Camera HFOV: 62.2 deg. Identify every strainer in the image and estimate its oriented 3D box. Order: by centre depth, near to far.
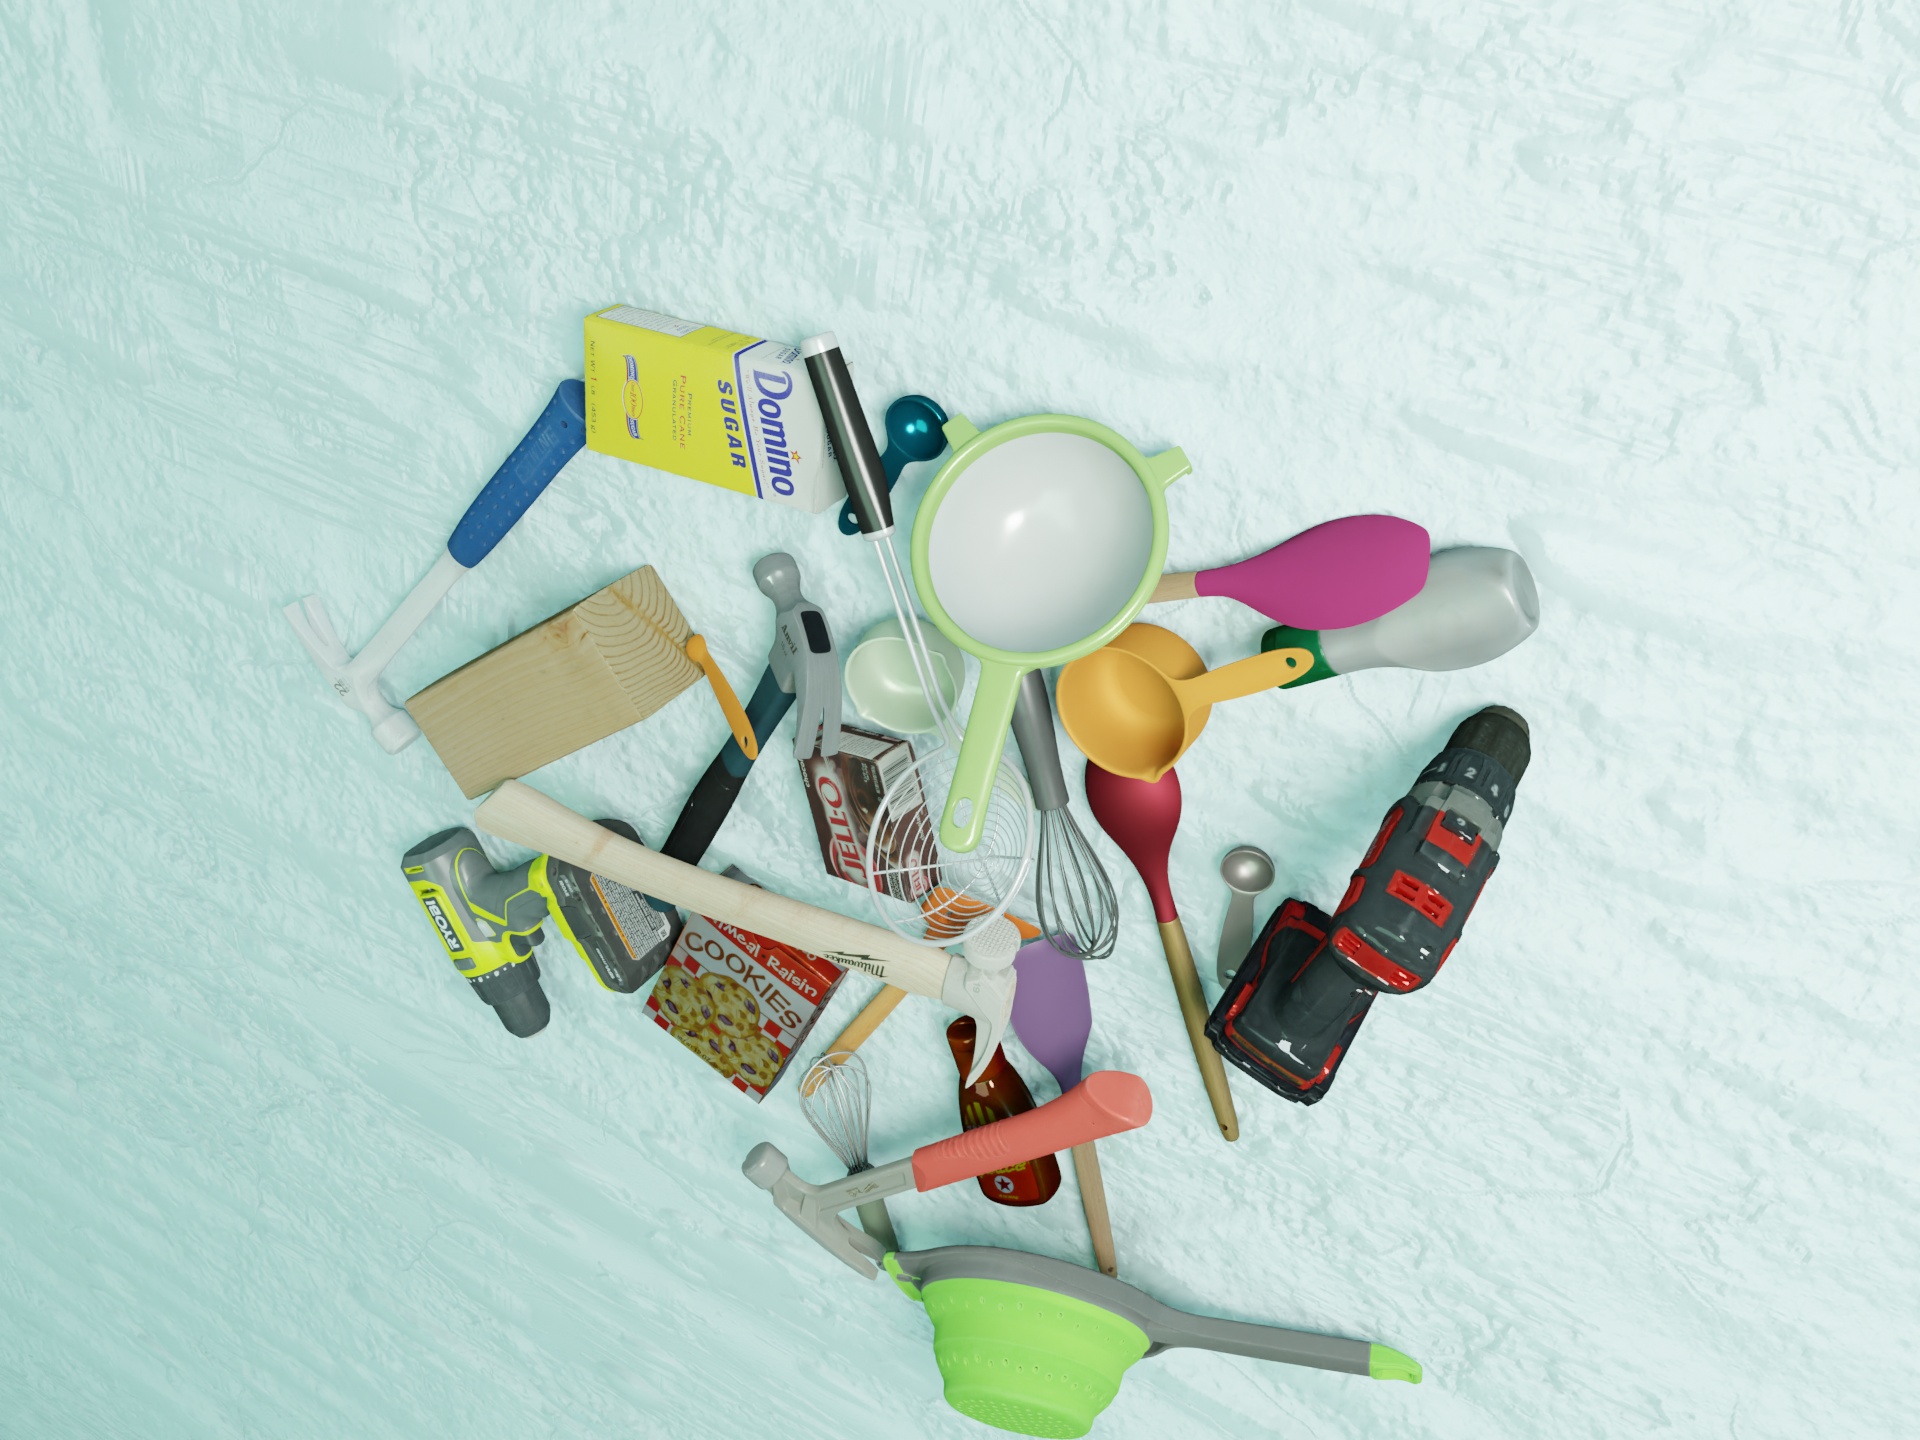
[{"bbox_3d":[0.038,-0.046,0.914,0.151,0.069,0.256,12,83,21],"label":"strainer"}]

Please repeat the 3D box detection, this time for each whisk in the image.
[{"bbox_3d":[0.058,0.051,1.029,0.055,0.055,0.238,-4,110,31],"label":"whisk"},{"bbox_3d":[-0.080,0.355,1.263,0.058,0.059,0.246,34,145,48],"label":"whisk"}]

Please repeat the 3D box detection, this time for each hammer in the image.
[{"bbox_3d":[-0.157,0.135,1.119,0.411,0.038,0.146,18,132,14],"label":"hammer"},{"bbox_3d":[-0.165,0.036,1.134,0.331,0.033,0.128,-54,53,43],"label":"hammer"},{"bbox_3d":[0.000,0.323,1.149,0.359,0.037,0.149,-29,114,38],"label":"hammer"},{"bbox_3d":[-0.382,-0.123,1.187,0.144,0.035,0.405,50,128,-4],"label":"hammer"}]

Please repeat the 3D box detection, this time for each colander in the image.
[{"bbox_3d":[0.128,0.475,1.155,0.397,0.095,0.204,3,144,18],"label":"colander"}]

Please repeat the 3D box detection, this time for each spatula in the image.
[{"bbox_3d":[0.083,0.289,1.154,0.060,0.018,0.315,-18,116,-10],"label":"spatula"},{"bbox_3d":[-0.051,0.209,1.178,0.081,0.041,0.322,25,131,-15],"label":"spatula"}]

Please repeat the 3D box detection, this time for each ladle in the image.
[{"bbox_3d":[0.142,0.151,1.049,0.069,0.031,0.315,-2,116,37],"label":"ladle"}]

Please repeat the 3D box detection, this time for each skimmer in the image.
[{"bbox_3d":[-0.045,-0.046,0.947,0.127,0.090,0.363,-8,107,36],"label":"skimmer"}]

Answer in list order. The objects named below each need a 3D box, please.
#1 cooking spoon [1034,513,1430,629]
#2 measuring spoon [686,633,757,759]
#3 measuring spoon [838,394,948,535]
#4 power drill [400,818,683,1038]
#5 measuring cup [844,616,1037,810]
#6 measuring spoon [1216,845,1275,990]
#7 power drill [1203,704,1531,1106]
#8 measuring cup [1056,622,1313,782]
[{"bbox_3d":[0.116,-0.077,0.927,0.319,0.069,0.017,-4,156,36],"label":"cooking spoon"},{"bbox_3d":[-0.164,-0.016,1.086,0.117,0.011,0.021,58,137,33],"label":"measuring spoon"},{"bbox_3d":[-0.043,-0.158,0.992,0.042,0.021,0.128,41,137,-2],"label":"measuring spoon"},{"bbox_3d":[-0.340,0.171,1.300,0.228,0.080,0.190,-12,109,36],"label":"power drill"},{"bbox_3d":[-0.002,-0.003,1.045,0.167,0.038,0.083,42,128,-17],"label":"measuring cup"},{"bbox_3d":[0.180,0.126,1.023,0.034,0.018,0.124,11,128,13],"label":"measuring spoon"},{"bbox_3d":[0.237,0.103,0.899,0.080,0.188,0.226,34,146,9],"label":"power drill"},{"bbox_3d":[0.138,-0.025,0.928,0.173,0.052,0.095,-17,106,41],"label":"measuring cup"}]
